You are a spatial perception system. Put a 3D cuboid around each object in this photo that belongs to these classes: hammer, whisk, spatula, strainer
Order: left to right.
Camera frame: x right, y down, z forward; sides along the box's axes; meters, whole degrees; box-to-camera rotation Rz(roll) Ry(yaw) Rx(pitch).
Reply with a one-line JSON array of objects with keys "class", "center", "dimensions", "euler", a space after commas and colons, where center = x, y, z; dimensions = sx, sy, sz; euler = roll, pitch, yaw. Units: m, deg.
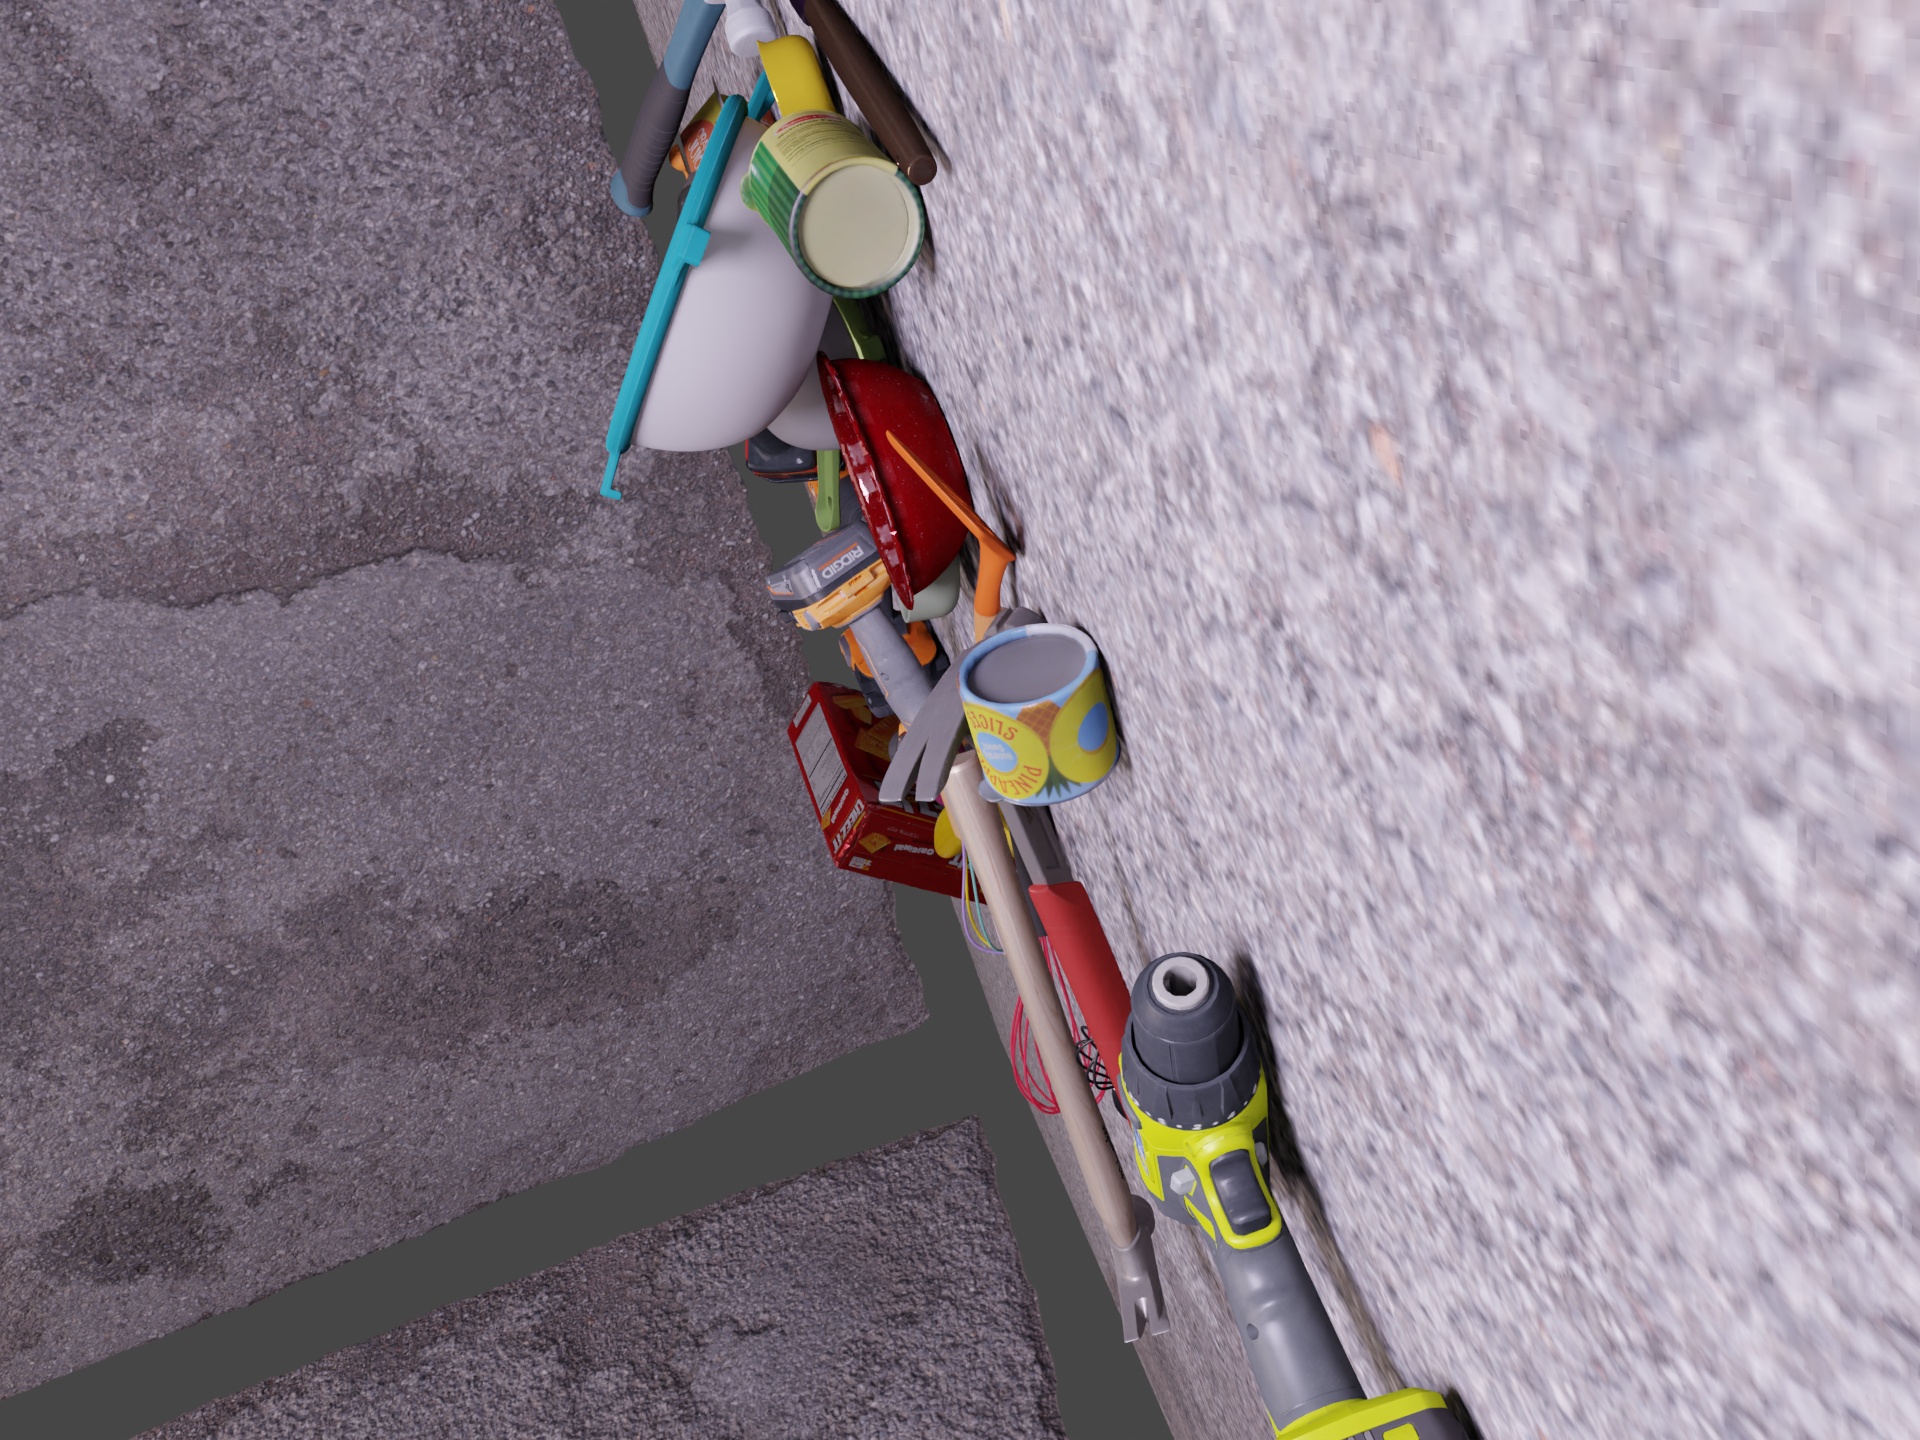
[{"class": "hammer", "center": [-0.196, -0.435, 1.087], "dimensions": [0.331, 0.033, 0.128], "euler": [-25, 80, 66]}, {"class": "strainer", "center": [-0.116, -0.284, 0.950], "dimensions": [0.211, 0.095, 0.341], "euler": [124, 163, -46]}, {"class": "strainer", "center": [-0.114, -0.208, 1.095], "dimensions": [0.152, 0.069, 0.256], "euler": [53, 159, 26]}, {"class": "spatula", "center": [-0.060, -0.321, 0.743], "dimensions": [0.059, 0.018, 0.316], "euler": [73, 175, -45]}, {"class": "spatula", "center": [0.008, -0.047, 0.905], "dimensions": [0.081, 0.041, 0.322], "euler": [50, 163, 26]}, {"class": "whisk", "center": [0.015, 0.092, 1.144], "dimensions": [0.047, 0.051, 0.244], "euler": [29, 149, 40]}, {"class": "whisk", "center": [0.061, 0.168, 1.155], "dimensions": [0.073, 0.073, 0.295], "euler": [-122, 22, -66]}, {"class": "hammer", "center": [0.063, 0.216, 1.076], "dimensions": [0.146, 0.038, 0.410], "euler": [-87, -22, -76]}, {"class": "hammer", "center": [0.060, 0.124, 0.864], "dimensions": [0.149, 0.037, 0.358], "euler": [-58, -45, -44]}, {"class": "whisk", "center": [0.110, 0.236, 1.064], "dimensions": [0.238, 0.055, 0.055], "euler": [68, 179, -64]}]

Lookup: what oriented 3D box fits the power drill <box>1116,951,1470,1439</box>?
[{"class": "power drill", "center": [0.124, 0.218, 0.644], "dimensions": [0.190, 0.080, 0.229], "euler": [75, 175, -51]}]

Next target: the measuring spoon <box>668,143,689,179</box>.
[{"class": "measuring spoon", "center": [-0.209, -0.402, 1.233], "dimensions": [0.116, 0.011, 0.021], "euler": [81, 172, -68]}]

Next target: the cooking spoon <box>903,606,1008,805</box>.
[{"class": "cooking spoon", "center": [-0.002, -0.003, 1.074], "dimensions": [0.069, 0.017, 0.318], "euler": [44, 158, 8]}]

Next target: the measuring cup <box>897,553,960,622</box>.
[{"class": "measuring cup", "center": [-0.025, -0.149, 1.053], "dimensions": [0.083, 0.038, 0.167], "euler": [169, 97, -82]}]

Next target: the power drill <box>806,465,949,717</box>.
[{"class": "power drill", "center": [-0.075, -0.121, 1.402], "dimensions": [0.164, 0.084, 0.226], "euler": [-120, 14, -60]}]

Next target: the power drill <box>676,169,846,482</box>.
[{"class": "power drill", "center": [-0.156, -0.281, 1.181], "dimensions": [0.226, 0.080, 0.188], "euler": [20, -110, -74]}]

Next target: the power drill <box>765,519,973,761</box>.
[{"class": "power drill", "center": [-0.060, -0.040, 1.262], "dimensions": [0.226, 0.084, 0.185], "euler": [56, 166, -11]}]

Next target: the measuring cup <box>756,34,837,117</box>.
[{"class": "measuring cup", "center": [-0.088, -0.362, 0.898], "dimensions": [0.157, 0.029, 0.062], "euler": [-95, -15, -61]}]
